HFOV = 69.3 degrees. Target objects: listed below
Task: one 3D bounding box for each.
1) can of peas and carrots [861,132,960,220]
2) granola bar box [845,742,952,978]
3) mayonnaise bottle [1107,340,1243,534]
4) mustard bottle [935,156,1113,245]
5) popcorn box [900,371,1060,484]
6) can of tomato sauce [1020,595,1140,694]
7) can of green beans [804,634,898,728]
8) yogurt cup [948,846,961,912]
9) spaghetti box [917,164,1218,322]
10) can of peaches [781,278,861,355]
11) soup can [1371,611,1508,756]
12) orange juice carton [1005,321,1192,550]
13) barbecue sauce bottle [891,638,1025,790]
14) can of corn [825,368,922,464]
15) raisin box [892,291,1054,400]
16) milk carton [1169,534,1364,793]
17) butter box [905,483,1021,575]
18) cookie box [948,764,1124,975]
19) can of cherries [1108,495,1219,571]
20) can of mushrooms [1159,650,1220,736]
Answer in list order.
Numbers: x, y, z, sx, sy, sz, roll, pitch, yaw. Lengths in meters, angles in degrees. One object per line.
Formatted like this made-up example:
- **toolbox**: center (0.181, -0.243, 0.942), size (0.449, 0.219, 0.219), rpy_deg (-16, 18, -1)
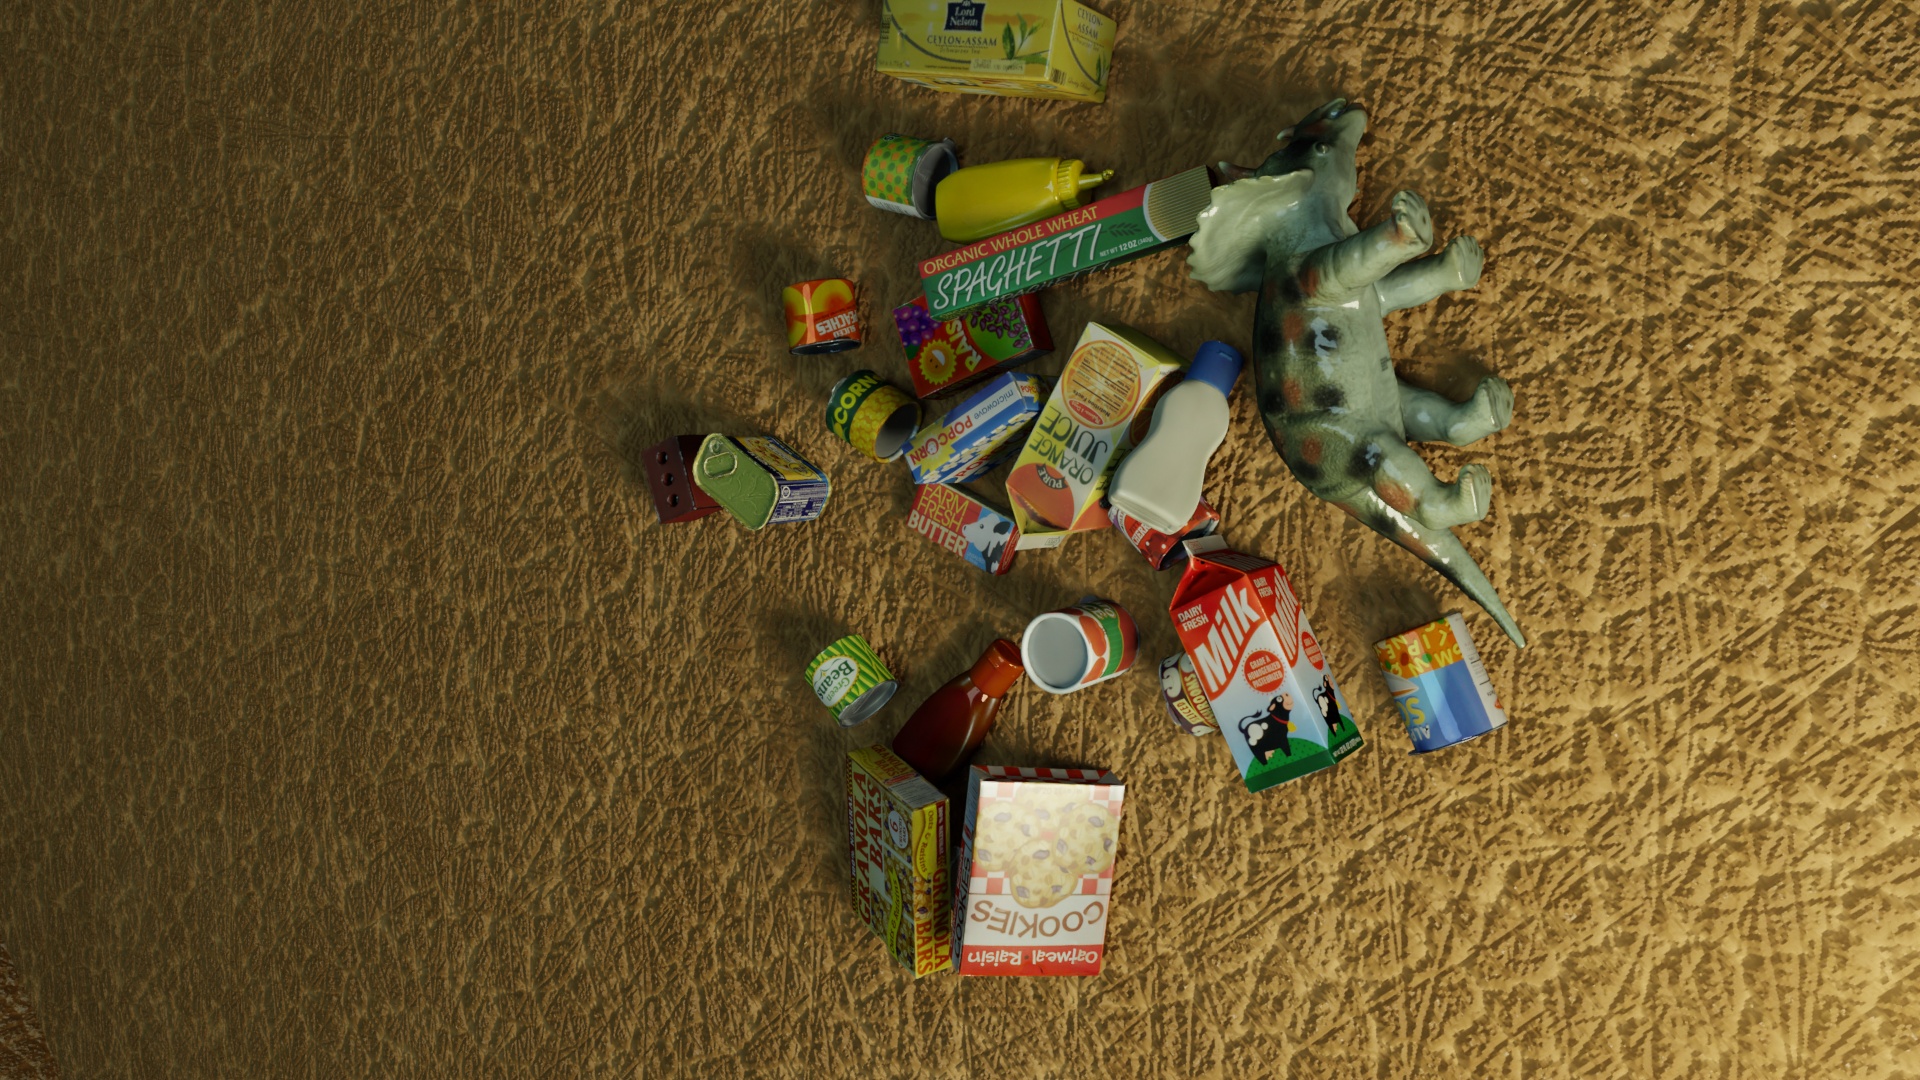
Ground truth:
- **can of peas and carrots**: center (-0.042, -0.315, 1.191), size (0.059, 0.071, 0.070), rpy_deg (21, 105, 31)
- **granola bar box**: center (-0.055, 0.278, 1.215), size (0.124, 0.039, 0.165), rpy_deg (27, 123, 55)
- **mayonnaise bottle**: center (0.168, -0.081, 1.045), size (0.065, 0.041, 0.148), rpy_deg (29, 73, -2)
- **mustard bottle**: center (0.056, -0.283, 1.139), size (0.160, 0.049, 0.065), rpy_deg (-3, 93, 33)
- **popcorn box**: center (0.025, -0.092, 1.152), size (0.126, 0.085, 0.038), rpy_deg (-32, 76, 32)
- **can of tomato sauce**: center (0.096, 0.083, 1.120), size (0.071, 0.083, 0.071), rpy_deg (3, 96, 33)
- **can of green beans**: center (-0.099, 0.127, 1.262), size (0.058, 0.071, 0.071), rpy_deg (50, 118, 20)
- **yogurt cup**: center (0.026, 0.293, 1.200), size (0.072, 0.054, 0.072), rpy_deg (3, 96, 33)
- **spaghetti box**: center (0.084, -0.233, 1.104), size (0.250, 0.029, 0.050), rpy_deg (-15, 85, 20)
- **can of peaches**: center (-0.124, -0.202, 1.252), size (0.071, 0.071, 0.058), rpy_deg (-8, 89, 34)
- **soup can**: center (0.333, 0.101, 0.975), size (0.071, 0.071, 0.084), rpy_deg (-27, 79, 32)
- **orange juice carton**: center (0.103, -0.073, 1.110), size (0.073, 0.072, 0.192), rpy_deg (37, 112, 26)
- **barbecue sauce bottle**: center (0.002, 0.149, 1.211), size (0.065, 0.044, 0.148), rpy_deg (49, 117, 25)
- **can of corn**: center (-0.077, -0.110, 1.226), size (0.058, 0.071, 0.071), rpy_deg (35, 112, 25)
- **raisin box**: center (0.009, -0.180, 1.184), size (0.123, 0.040, 0.086), rpy_deg (-21, 83, 31)
- **milk carton**: center (0.221, 0.084, 1.045), size (0.073, 0.072, 0.191), rpy_deg (-29, 78, 32)
- **butter box**: center (0.004, -0.015, 1.208), size (0.103, 0.024, 0.053), rpy_deg (29, 108, 28)
- **cookie box**: center (0.062, 0.272, 1.139), size (0.040, 0.123, 0.167), rpy_deg (-143, 59, -73)
- **can of cherries**: center (0.157, -0.017, 1.080), size (0.058, 0.071, 0.071), rpy_deg (51, 118, 19)
- **can of mushrooms**: center (0.185, 0.116, 1.072), size (0.033, 0.071, 0.071), rpy_deg (-28, 79, 30)
